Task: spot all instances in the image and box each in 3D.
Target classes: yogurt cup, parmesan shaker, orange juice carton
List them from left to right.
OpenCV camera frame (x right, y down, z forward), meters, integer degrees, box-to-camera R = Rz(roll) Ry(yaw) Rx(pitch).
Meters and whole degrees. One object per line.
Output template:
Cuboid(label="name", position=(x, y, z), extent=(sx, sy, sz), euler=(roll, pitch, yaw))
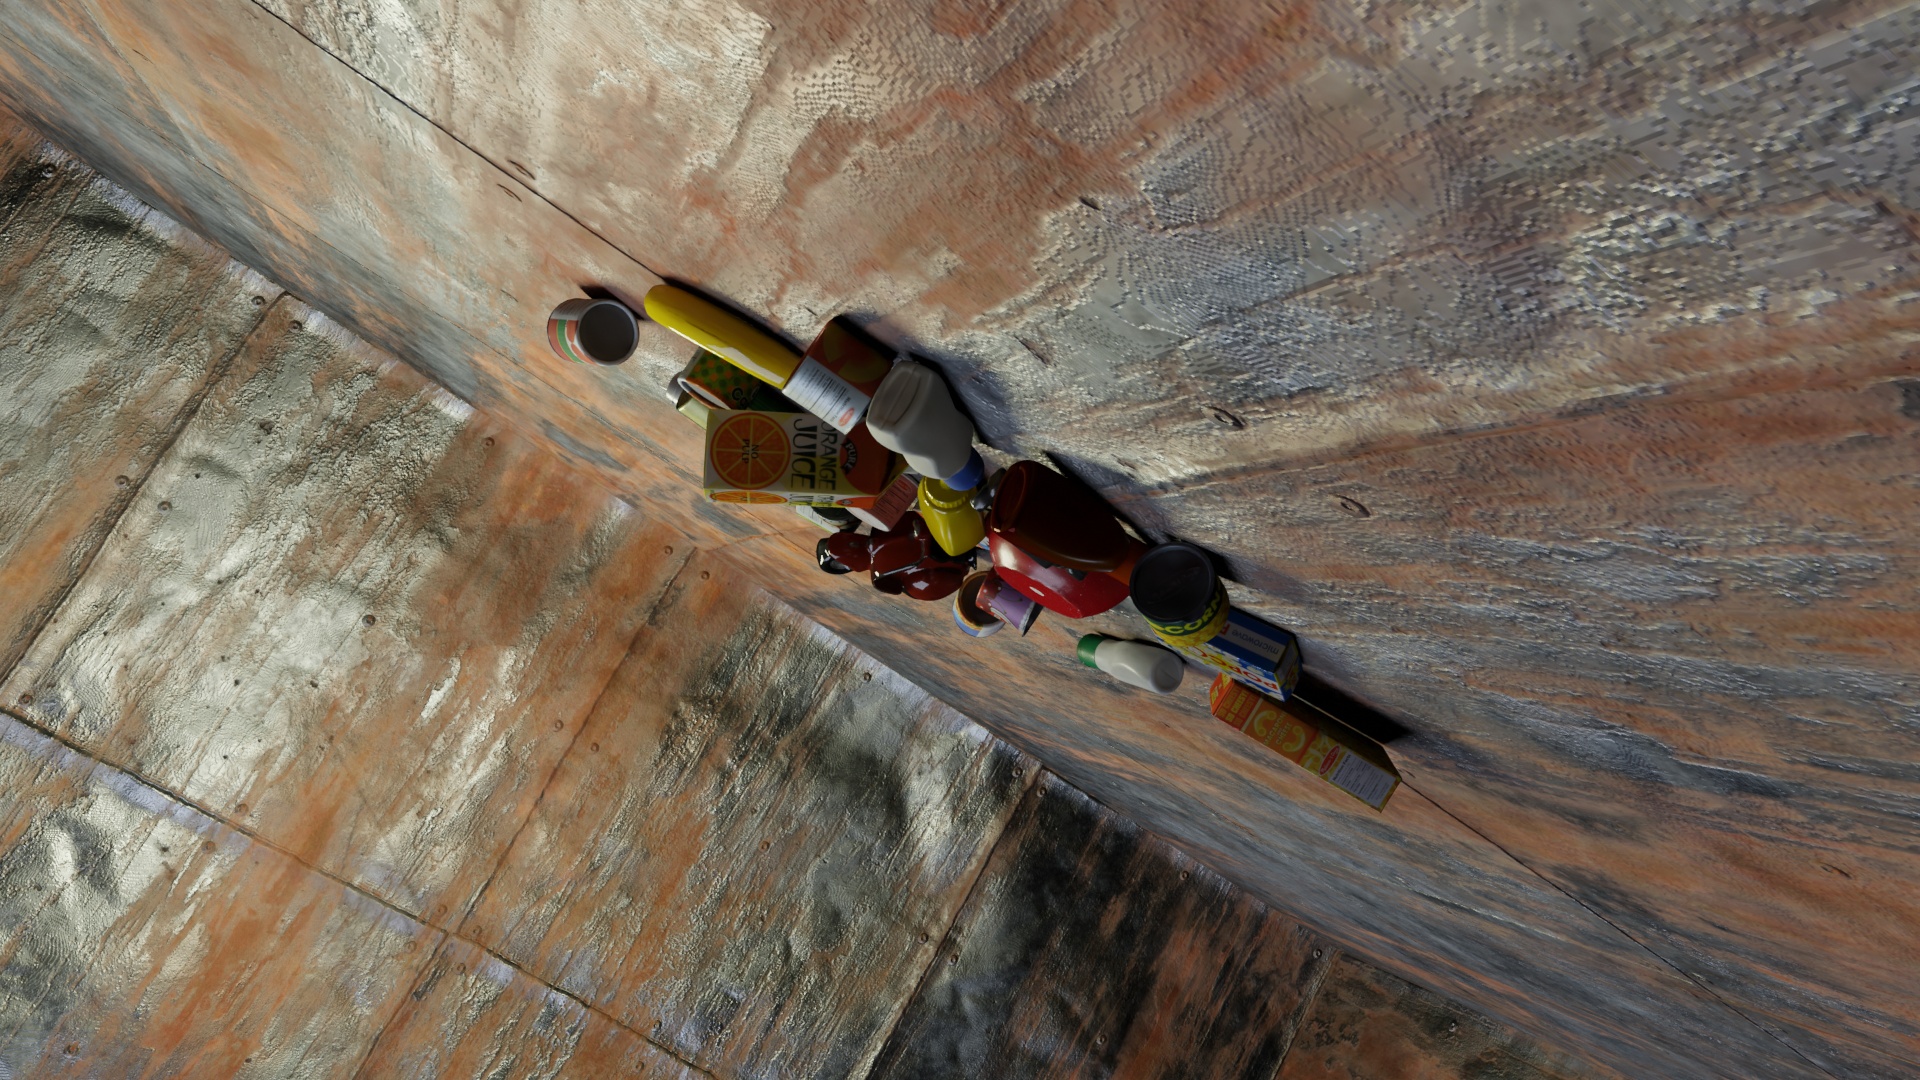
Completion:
Cuboid(label="parmesan shaker", position=(-0.214, -0.126, 1.350), extent=(0.103, 0.071, 0.071), euler=(37, 167, -23))
Cuboid(label="orange juice carton", position=(-0.129, -0.070, 1.234), extent=(0.193, 0.073, 0.071), euler=(2, 171, -8))
Cuboid(label="yogurt cup", position=(-0.080, -0.045, 1.374), extent=(0.072, 0.054, 0.072), euler=(29, 169, 6))

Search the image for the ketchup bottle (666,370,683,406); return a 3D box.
Cuboid(label="ketchup bottle", position=(-0.237, -0.128, 1.448), extent=(0.149, 0.043, 0.064), euler=(29, 168, 11))

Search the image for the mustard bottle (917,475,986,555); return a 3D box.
Cuboid(label="mustard bottle", position=(-0.008, -0.034, 1.223), extent=(0.065, 0.049, 0.160), euler=(58, 173, 15))

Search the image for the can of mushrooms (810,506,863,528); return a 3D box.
Cuboid(label="can of mushrooms", position=(-0.127, -0.048, 1.449), extent=(0.071, 0.071, 0.033), euler=(28, 170, 14))

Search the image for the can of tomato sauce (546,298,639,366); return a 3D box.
Cuboid(label="can of tomato sauce", position=(-0.363, -0.205, 1.376), extent=(0.071, 0.071, 0.083), euler=(38, 166, -33))

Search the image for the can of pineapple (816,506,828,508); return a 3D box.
Cuboid(label="can of pineapple", position=(-0.151, -0.073, 1.402), extent=(0.058, 0.071, 0.071), euler=(26, 168, 25))

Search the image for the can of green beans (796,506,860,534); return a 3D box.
Cuboid(label="can of green beans", position=(-0.136, -0.042, 1.504), extent=(0.058, 0.071, 0.071), euler=(29, 169, 13))

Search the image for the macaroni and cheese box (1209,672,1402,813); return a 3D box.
Cuboid(label="macaroni and cheese box", position=(0.309, 0.173, 1.261), extent=(0.166, 0.040, 0.124), euler=(30, -172, 5))

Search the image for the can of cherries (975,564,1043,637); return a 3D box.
Cuboid(label="can of cherries", position=(0.055, 0.055, 1.415), extent=(0.058, 0.071, 0.071), euler=(29, 169, 11))

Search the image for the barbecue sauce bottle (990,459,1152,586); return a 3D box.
Cuboid(label="barbecue sauce bottle", position=(0.093, -0.006, 1.081), extent=(0.148, 0.065, 0.043), euler=(27, 161, -32))

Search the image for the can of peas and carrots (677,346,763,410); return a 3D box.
Cuboid(label="can of peas and carrots", position=(-0.208, -0.148, 1.243), extent=(0.071, 0.059, 0.071), euler=(30, 169, 6))

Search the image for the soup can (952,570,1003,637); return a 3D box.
Cuboid(label="soup can", position=(0.024, 0.071, 1.586), extent=(0.071, 0.071, 0.083), euler=(30, 168, 3))

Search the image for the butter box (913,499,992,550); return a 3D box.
Cuboid(label="butter box", position=(0.005, -0.017, 1.353), extent=(0.103, 0.024, 0.053), euler=(18, 163, 47))

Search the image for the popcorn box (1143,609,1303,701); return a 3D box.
Cuboid(label="popcorn box", position=(0.225, 0.085, 1.186), extent=(0.127, 0.038, 0.085), euler=(25, 169, 27))

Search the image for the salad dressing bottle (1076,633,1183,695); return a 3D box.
Cuboid(label="salad dressing bottle", position=(0.179, 0.130, 1.496), extent=(0.064, 0.044, 0.147), euler=(34, 170, -27))

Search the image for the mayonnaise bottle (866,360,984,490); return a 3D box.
Cuboid(label="mayonnaise bottle", position=(-0.021, -0.079, 1.054), extent=(0.041, 0.065, 0.148), euler=(24, 171, 25))

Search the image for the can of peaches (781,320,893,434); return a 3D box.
Cuboid(label="can of peaches", position=(-0.091, -0.123, 1.034), extent=(0.058, 0.071, 0.071), euler=(33, 168, -11))

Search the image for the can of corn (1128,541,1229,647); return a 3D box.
Cuboid(label="can of corn", position=(0.171, 0.044, 1.068), extent=(0.071, 0.071, 0.058), euler=(24, 168, 31))
